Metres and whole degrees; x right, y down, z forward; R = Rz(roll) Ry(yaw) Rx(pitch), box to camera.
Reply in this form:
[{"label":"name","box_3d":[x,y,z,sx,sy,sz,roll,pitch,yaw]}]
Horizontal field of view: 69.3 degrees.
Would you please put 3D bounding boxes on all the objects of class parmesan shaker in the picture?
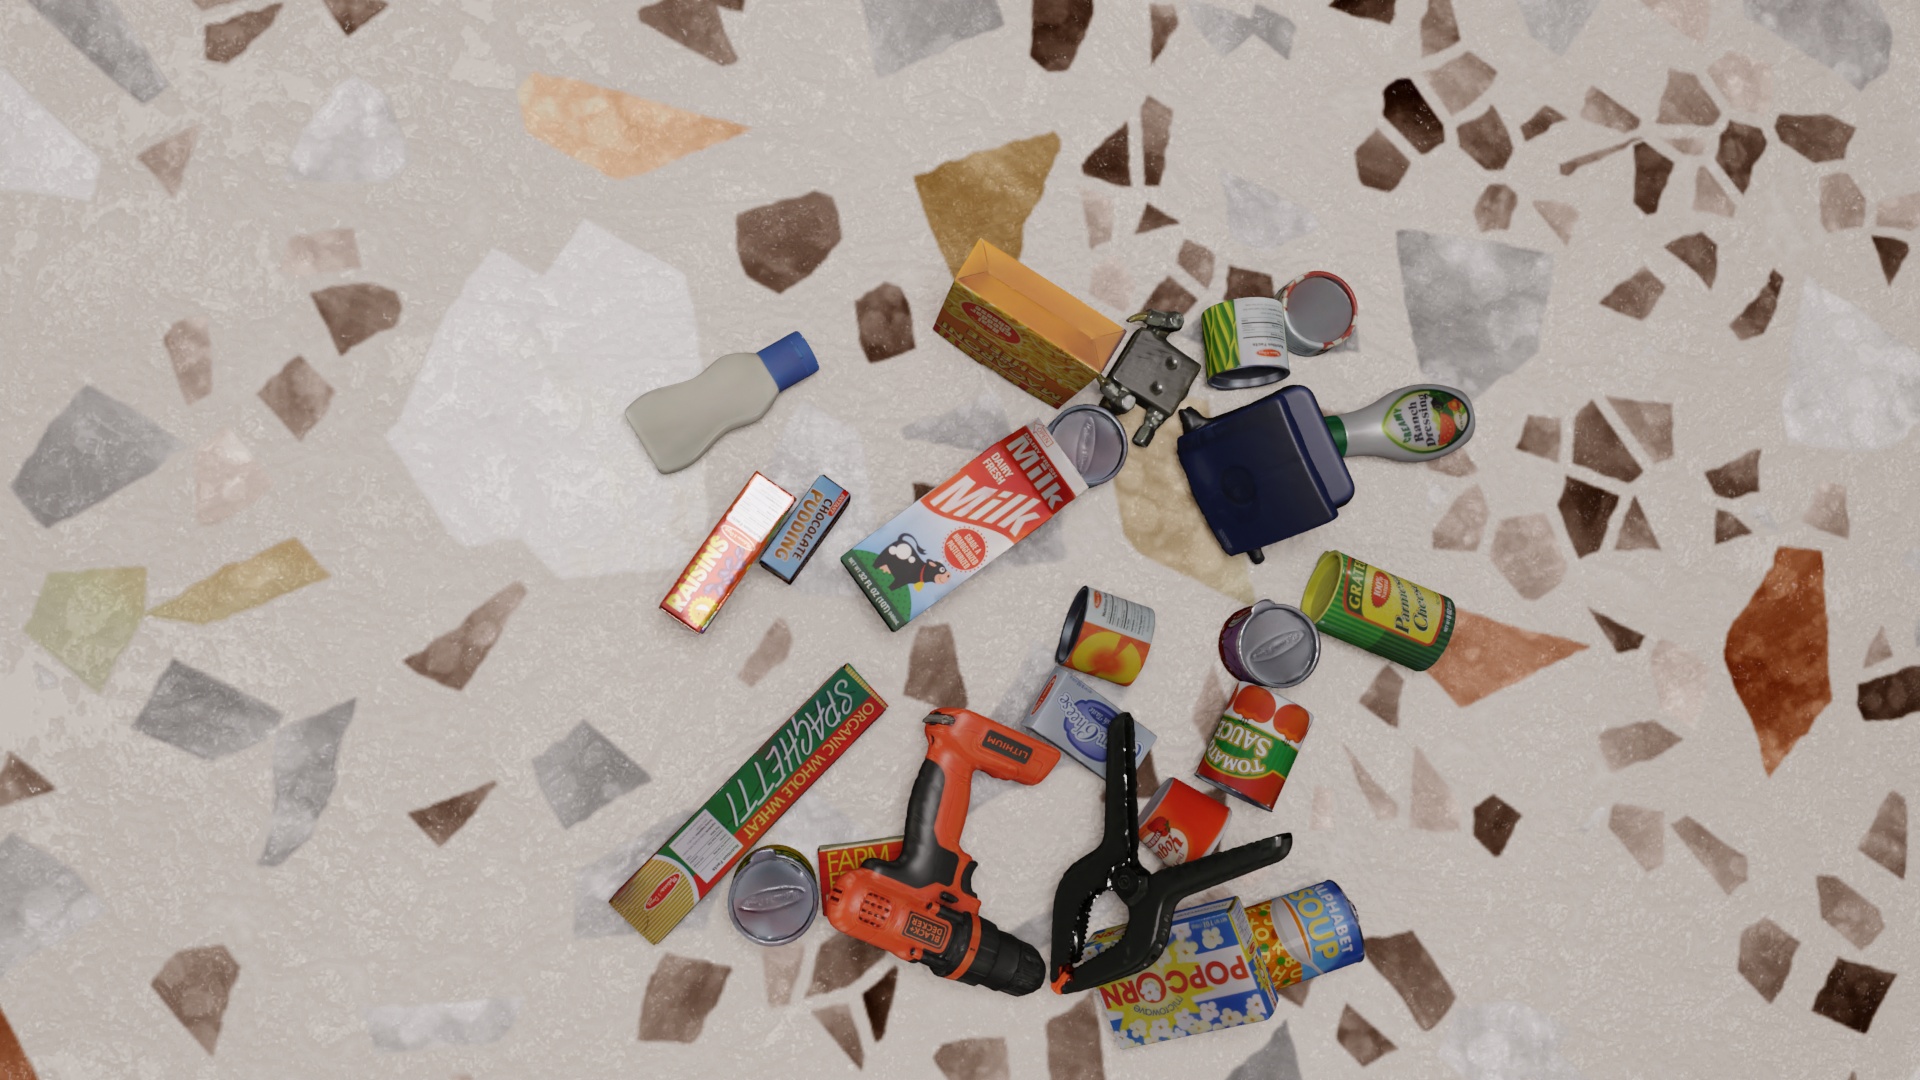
[{"label":"parmesan shaker","box_3d":[0.336,0.055,1.119,0.103,0.071,0.071,22,83,-5]}]

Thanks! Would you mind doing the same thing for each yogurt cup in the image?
[{"label":"yogurt cup","box_3d":[0.171,0.222,1.084,0.054,0.072,0.072,36,82,5]}]

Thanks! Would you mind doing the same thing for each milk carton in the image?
[{"label":"milk carton","box_3d":[0.004,-0.013,1.072,0.191,0.073,0.072,-36,90,-6]}]

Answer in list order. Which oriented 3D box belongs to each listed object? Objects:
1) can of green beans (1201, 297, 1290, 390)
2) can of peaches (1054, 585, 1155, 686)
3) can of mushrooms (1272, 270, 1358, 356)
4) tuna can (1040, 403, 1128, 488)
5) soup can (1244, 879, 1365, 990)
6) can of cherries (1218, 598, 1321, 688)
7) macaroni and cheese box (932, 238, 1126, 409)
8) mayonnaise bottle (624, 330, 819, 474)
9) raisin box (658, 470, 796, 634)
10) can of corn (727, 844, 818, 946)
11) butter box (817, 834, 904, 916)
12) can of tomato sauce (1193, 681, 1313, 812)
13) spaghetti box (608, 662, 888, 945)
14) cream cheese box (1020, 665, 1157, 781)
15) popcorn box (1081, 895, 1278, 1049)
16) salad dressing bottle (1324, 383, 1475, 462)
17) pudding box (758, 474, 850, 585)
[{"label":"can of green beans","box_3d":[0.229,-0.158,1.119,0.071,0.071,0.058,-2,80,-8]},{"label":"can of peaches","box_3d":[0.113,0.077,1.088,0.058,0.071,0.071,19,83,-6]},{"label":"can of mushrooms","box_3d":[0.293,-0.190,1.149,0.071,0.033,0.071,1,85,-7]},{"label":"tuna can","box_3d":[0.096,-0.075,1.114,0.071,0.033,0.071,1,85,-7]},{"label":"soup can","box_3d":[0.262,0.308,1.084,0.084,0.071,0.071,-16,88,-8]},{"label":"can of cherries","box_3d":[0.245,0.081,1.107,0.071,0.058,0.071,0,86,-6]},{"label":"macaroni and cheese box","box_3d":[0.046,-0.158,1.047,0.124,0.166,0.040,32,83,-4]},{"label":"mayonnaise bottle","box_3d":[-0.182,-0.111,1.077,0.148,0.041,0.064,-31,91,-10]},{"label":"raisin box","box_3d":[-0.175,0.010,1.044,0.040,0.086,0.123,36,82,-8]},{"label":"can of corn","box_3d":[-0.140,0.262,1.041,0.071,0.058,0.071,1,85,-7]},{"label":"butter box","box_3d":[-0.057,0.256,1.070,0.104,0.024,0.053,-6,85,-9]},{"label":"can of tomato sauce","box_3d":[0.231,0.161,1.093,0.071,0.071,0.083,28,82,-4]},{"label":"spaghetti box","box_3d":[-0.158,0.198,1.059,0.050,0.028,0.250,45,81,-2]},{"label":"cream cheese box","box_3d":[0.101,0.147,1.084,0.103,0.024,0.053,36,82,-24]},{"label":"popcorn box","box_3d":[0.166,0.329,1.055,0.126,0.038,0.085,-22,89,25]},{"label":"salad dressing bottle","box_3d":[0.345,-0.091,1.142,0.148,0.044,0.064,-10,88,-7]},{"label":"pudding box","box_3d":[-0.120,-0.007,1.071,0.030,0.049,0.084,35,81,-2]}]
